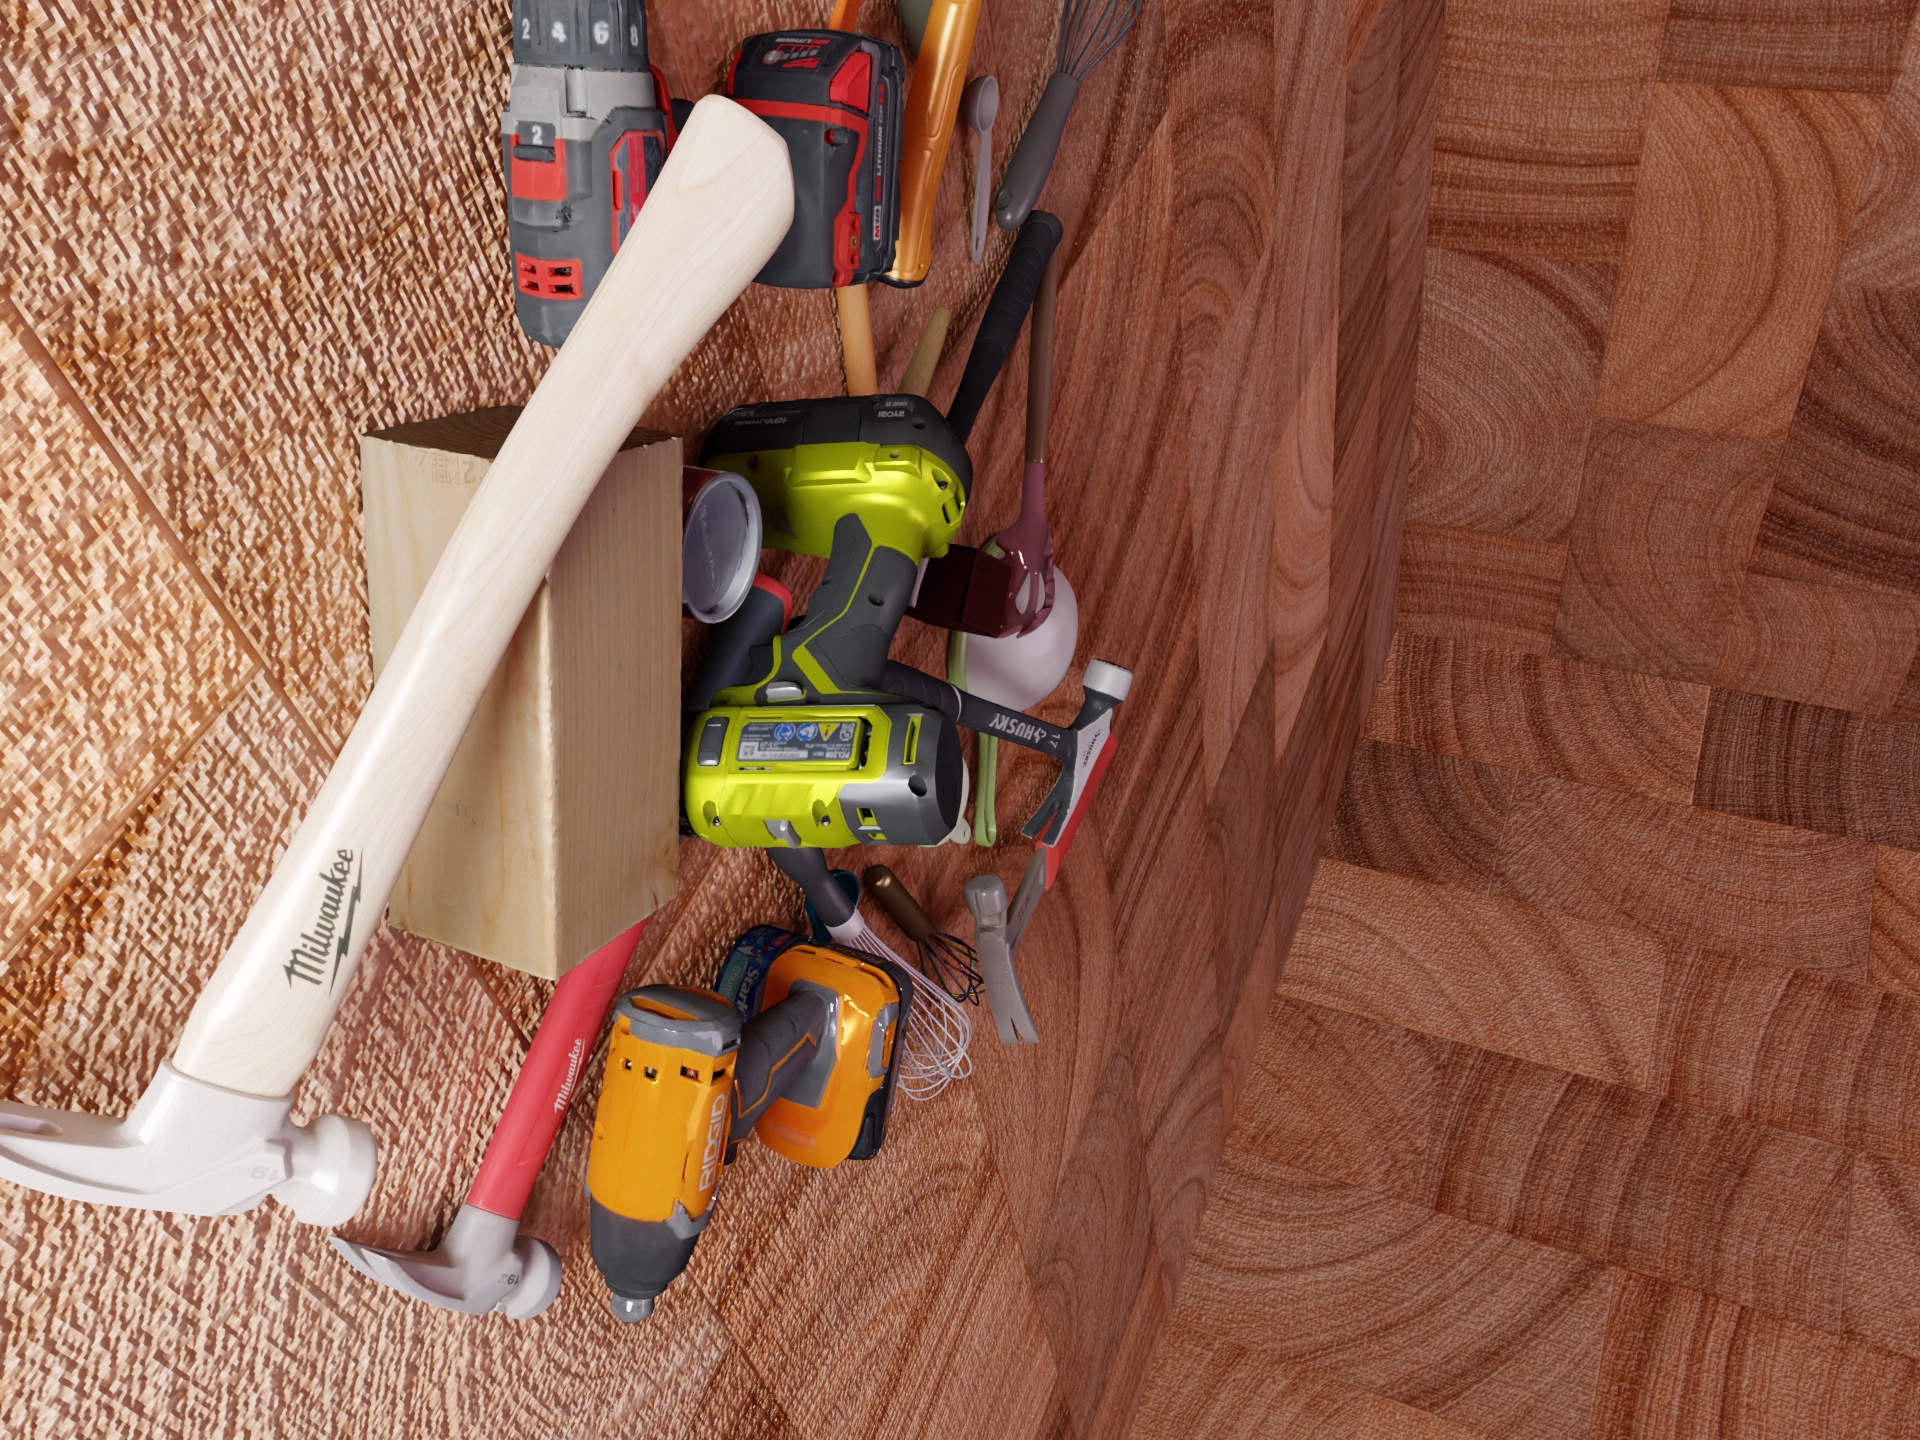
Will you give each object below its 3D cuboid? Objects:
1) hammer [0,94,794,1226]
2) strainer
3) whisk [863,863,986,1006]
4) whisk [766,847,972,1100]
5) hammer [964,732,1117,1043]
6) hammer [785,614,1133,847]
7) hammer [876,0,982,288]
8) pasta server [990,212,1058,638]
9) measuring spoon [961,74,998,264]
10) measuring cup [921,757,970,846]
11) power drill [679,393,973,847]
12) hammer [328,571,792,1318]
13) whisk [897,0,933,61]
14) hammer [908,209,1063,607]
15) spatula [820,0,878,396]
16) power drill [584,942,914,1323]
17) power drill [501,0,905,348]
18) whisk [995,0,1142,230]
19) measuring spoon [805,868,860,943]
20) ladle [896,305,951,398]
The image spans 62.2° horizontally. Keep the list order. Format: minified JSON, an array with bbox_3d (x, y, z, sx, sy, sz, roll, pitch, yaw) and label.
[{"bbox_3d":[-0.176,-0.027,0.528,0.146,0.038,0.410,30,86,-46],"label":"hammer"},{"bbox_3d":[0.048,-0.016,1.238,0.151,0.069,0.256,-35,132,-60],"label":"strainer"},{"bbox_3d":[-0.021,0.163,1.204,0.051,0.047,0.244,-67,154,-22],"label":"whisk"},{"bbox_3d":[-0.062,0.150,1.019,0.070,0.070,0.284,-62,138,-36],"label":"whisk"},{"bbox_3d":[0.082,0.114,1.375,0.359,0.037,0.149,-57,138,-56],"label":"hammer"},{"bbox_3d":[-0.002,-0.003,1.074,0.408,0.036,0.149,17,94,-58],"label":"hammer"},{"bbox_3d":[0.000,-0.398,0.854,0.127,0.034,0.336,-41,151,-59],"label":"hammer"},{"bbox_3d":[0.052,-0.213,1.144,0.040,0.060,0.316,11,82,-58],"label":"pasta server"},{"bbox_3d":[0.008,-0.356,1.032,0.034,0.018,0.124,-55,157,-45],"label":"measuring spoon"},{"bbox_3d":[-0.007,0.069,1.188,0.167,0.038,0.083,45,60,-63],"label":"measuring cup"},{"bbox_3d":[-0.087,-0.044,0.765,0.080,0.190,0.229,68,25,-55],"label":"power drill"},{"bbox_3d":[-0.174,0.091,0.780,0.143,0.038,0.386,56,50,-60],"label":"hammer"},{"bbox_3d":[-0.038,-0.433,0.824,0.246,0.058,0.059,63,23,-66],"label":"whisk"},{"bbox_3d":[0.010,-0.220,1.037,0.146,0.035,0.335,116,-5,-54],"label":"hammer"},{"bbox_3d":[-0.054,-0.263,0.880,0.081,0.041,0.322,-76,166,-48],"label":"spatula"},{"bbox_3d":[-0.114,0.209,0.842,0.226,0.084,0.164,-4,107,-66],"label":"power drill"},{"bbox_3d":[-0.112,-0.266,0.690,0.227,0.080,0.187,-34,133,-57],"label":"power drill"},{"bbox_3d":[0.075,-0.440,1.104,0.239,0.055,0.055,-68,157,-14],"label":"whisk"},{"bbox_3d":[-0.102,0.155,1.035,0.042,0.021,0.128,20,92,-52],"label":"measuring spoon"},{"bbox_3d":[-0.053,-0.122,0.914,0.069,0.031,0.316,112,-4,-62],"label":"ladle"}]
